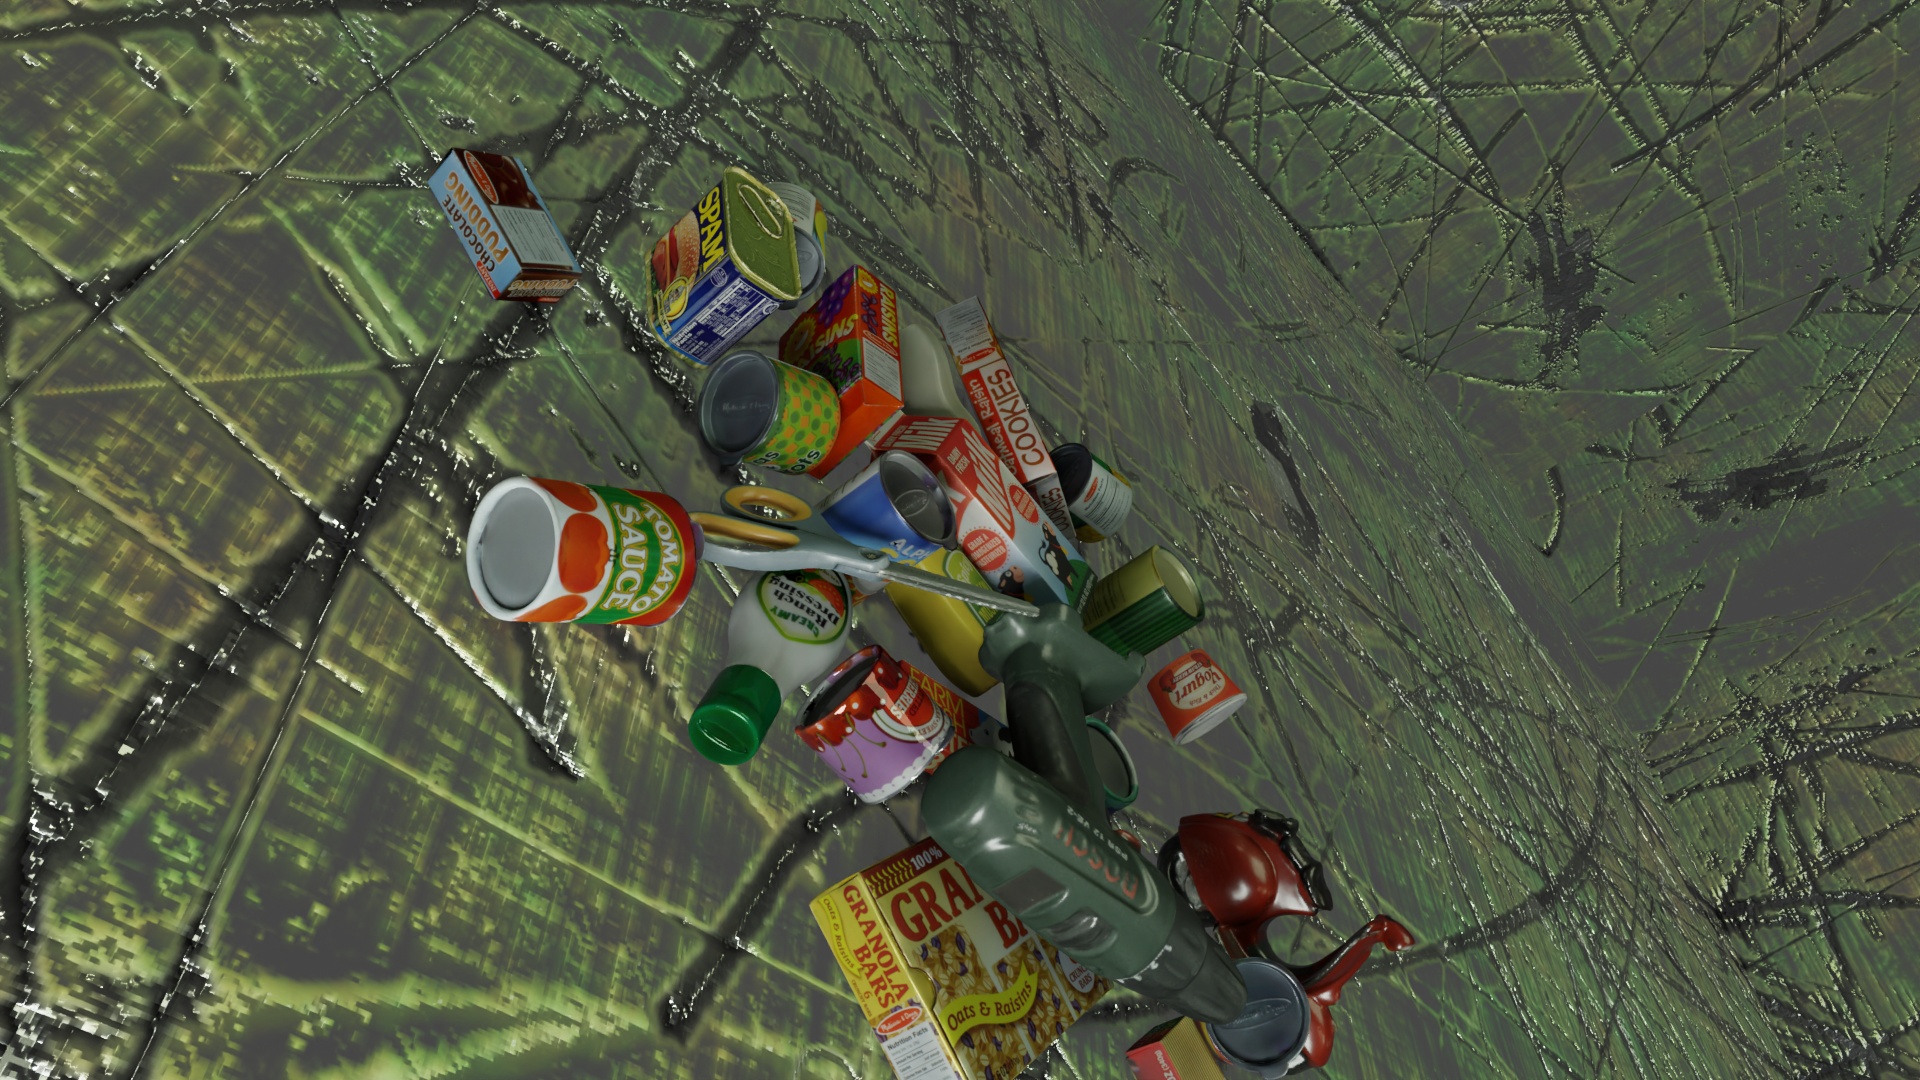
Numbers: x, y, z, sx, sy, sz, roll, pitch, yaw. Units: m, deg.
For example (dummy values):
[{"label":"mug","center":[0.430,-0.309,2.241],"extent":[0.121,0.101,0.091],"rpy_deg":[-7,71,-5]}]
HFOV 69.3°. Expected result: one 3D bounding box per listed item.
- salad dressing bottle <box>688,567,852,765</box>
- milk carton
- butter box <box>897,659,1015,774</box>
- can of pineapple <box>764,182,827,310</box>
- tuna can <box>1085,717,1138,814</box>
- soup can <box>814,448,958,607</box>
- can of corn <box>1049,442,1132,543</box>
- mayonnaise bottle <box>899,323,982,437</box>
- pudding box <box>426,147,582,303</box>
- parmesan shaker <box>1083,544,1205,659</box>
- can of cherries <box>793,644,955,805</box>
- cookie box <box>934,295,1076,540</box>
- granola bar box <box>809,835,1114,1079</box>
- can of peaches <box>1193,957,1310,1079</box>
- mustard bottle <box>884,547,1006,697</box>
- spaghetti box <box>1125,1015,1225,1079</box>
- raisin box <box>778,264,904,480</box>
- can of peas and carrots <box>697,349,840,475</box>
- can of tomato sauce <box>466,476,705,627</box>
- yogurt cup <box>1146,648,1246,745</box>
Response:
[{"label":"salad dressing bottle","center":[-0.100,0.060,0.731],"extent":[0.064,0.043,0.148],"rpy_deg":[34,30,-6]},{"label":"milk carton","center":[0.003,-0.012,0.951],"extent":[0.190,0.073,0.073],"rpy_deg":[50,27,-9]},{"label":"butter box","center":[-0.007,0.118,0.839],"extent":[0.103,0.024,0.053],"rpy_deg":[36,31,-33]},{"label":"can of pineapple","center":[-0.127,-0.207,0.974],"extent":[0.071,0.071,0.058],"rpy_deg":[38,31,-31]},{"label":"tuna can","center":[0.087,0.155,0.941],"extent":[0.071,0.032,0.071],"rpy_deg":[40,30,-28]},{"label":"soup can","center":[-0.053,-0.003,0.838],"extent":[0.071,0.083,0.072],"rpy_deg":[39,31,-29]},{"label":"can of corn","center":[0.098,-0.039,1.149],"extent":[0.058,0.071,0.071],"rpy_deg":[33,34,-38]},{"label":"mayonnaise bottle","center":[-0.018,-0.081,1.013],"extent":[0.148,0.064,0.041],"rpy_deg":[62,19,4]},{"label":"pudding box","center":[-0.252,-0.174,0.769],"extent":[0.084,0.030,0.050],"rpy_deg":[59,28,9]},{"label":"parmesan shaker","center":[0.122,0.059,1.030],"extent":[0.071,0.102,0.072],"rpy_deg":[40,30,-29]},{"label":"can of cherries","center":[-0.046,0.097,0.748],"extent":[0.058,0.071,0.072],"rpy_deg":[48,27,-13]},{"label":"cookie box","center":[0.035,-0.087,1.077],"extent":[0.122,0.040,0.168],"rpy_deg":[62,6,-64]},{"label":"granola bar box","center":[0.007,0.215,0.735],"extent":[0.124,0.039,0.166],"rpy_deg":[60,27,11]},{"label":"can of peaches","center":[0.179,0.298,0.870],"extent":[0.071,0.071,0.058],"rpy_deg":[62,-11,14]},{"label":"mustard bottle","center":[-0.020,0.024,0.898],"extent":[0.160,0.048,0.065],"rpy_deg":[53,24,-4]},{"label":"spaghetti box","center":[0.176,0.402,0.807],"extent":[0.050,0.028,0.250],"rpy_deg":[-5,63,-59]},{"label":"raisin box","center":[-0.081,-0.113,0.914],"extent":[0.040,0.086,0.124],"rpy_deg":[31,35,-31]},{"label":"can of peas and carrots","center":[-0.115,-0.074,0.840],"extent":[0.059,0.070,0.071],"rpy_deg":[15,47,-53]},{"label":"can of tomato sauce","center":[-0.173,0.006,0.646],"extent":[0.083,0.071,0.071],"rpy_deg":[8,53,-55]},{"label":"yogurt cup","center":[0.186,0.123,1.107],"extent":[0.072,0.072,0.054],"rpy_deg":[2,49,-58]}]
